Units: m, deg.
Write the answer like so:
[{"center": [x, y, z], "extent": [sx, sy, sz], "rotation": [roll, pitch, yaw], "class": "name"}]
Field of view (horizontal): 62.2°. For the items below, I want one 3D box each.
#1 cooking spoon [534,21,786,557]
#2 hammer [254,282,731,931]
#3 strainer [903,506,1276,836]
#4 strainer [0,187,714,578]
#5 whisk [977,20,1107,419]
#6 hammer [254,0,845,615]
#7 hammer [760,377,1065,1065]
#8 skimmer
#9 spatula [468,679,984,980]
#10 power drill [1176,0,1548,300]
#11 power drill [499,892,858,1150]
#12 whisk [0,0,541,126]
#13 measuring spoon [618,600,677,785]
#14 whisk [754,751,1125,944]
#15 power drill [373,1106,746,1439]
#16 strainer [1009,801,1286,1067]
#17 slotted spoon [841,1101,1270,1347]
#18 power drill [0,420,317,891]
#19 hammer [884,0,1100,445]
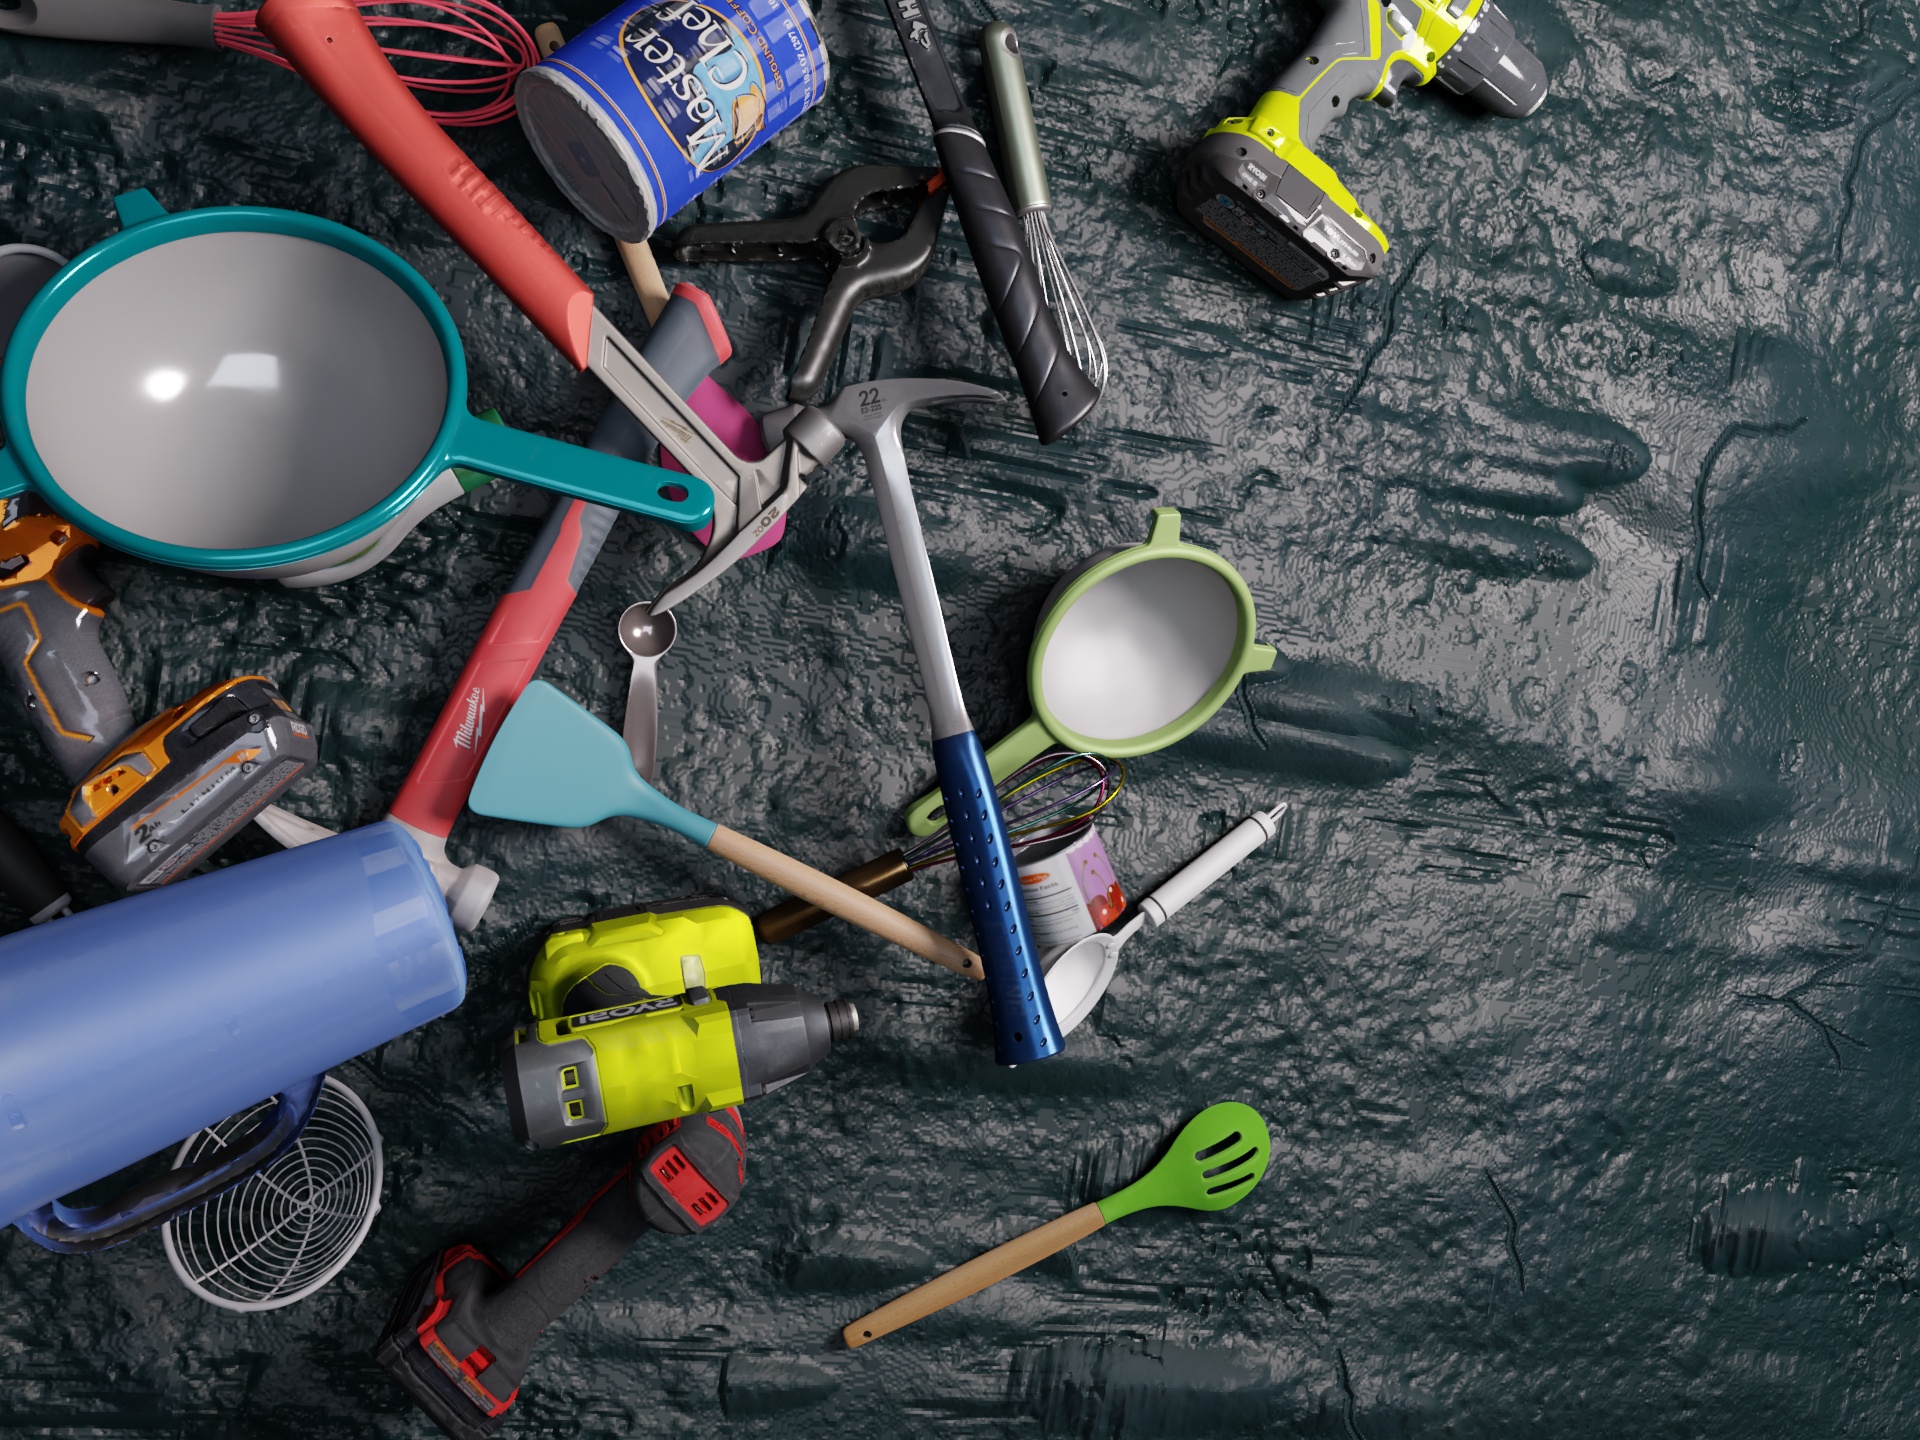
[{"center": [-0.179, -0.247, 0.928], "extent": [0.069, 0.017, 0.319], "rotation": [-24, 101, -13], "class": "cooking spoon"}, {"center": [-0.252, -0.080, 0.902], "extent": [0.143, 0.038, 0.386], "rotation": [28, 90, -14], "class": "hammer"}, {"center": [0.061, -0.023, 0.996], "extent": [0.256, 0.069, 0.151], "rotation": [-38, 129, 8], "class": "strainer"}, {"center": [-0.297, -0.134, 0.817], "extent": [0.340, 0.095, 0.211], "rotation": [14, 63, -7], "class": "strainer"}, {"center": [0.045, -0.304, 0.975], "extent": [0.058, 0.059, 0.246], "rotation": [-17, 96, -51], "class": "whisk"}, {"center": [-0.233, -0.228, 0.847], "extent": [0.149, 0.037, 0.359], "rotation": [-45, 106, -5], "class": "hammer"}, {"center": [-0.001, -0.003, 0.927], "extent": [0.144, 0.035, 0.405], "rotation": [-14, 88, 12], "class": "hammer"}, {"center": [-0.451, 0.152, 0.848], "extent": [0.127, 0.090, 0.363], "rotation": [-37, 103, -10], "class": "skimmer"}, {"center": [-0.122, 0.081, 0.925], "extent": [0.317, 0.044, 0.082], "rotation": [27, 87, -9], "class": "spatula"}, {"center": [0.259, -0.386, 1.009], "extent": [0.190, 0.080, 0.228], "rotation": [33, 83, -15], "class": "power drill"}, {"center": [-0.156, 0.157, 0.860], "extent": [0.171, 0.223, 0.080], "rotation": [-10, 97, -14], "class": "power drill"}, {"center": [-0.375, -0.367, 0.847], "extent": [0.295, 0.073, 0.073], "rotation": [4, 94, -10], "class": "whisk"}, {"center": [-0.191, -0.011, 0.949], "extent": [0.034, 0.018, 0.124], "rotation": [3, 100, -17], "class": "measuring spoon"}, {"center": [-0.013, 0.079, 0.965], "extent": [0.245, 0.051, 0.047], "rotation": [-25, 63, 2], "class": "whisk"}, {"center": [-0.215, 0.292, 0.906], "extent": [0.219, 0.143, 0.078], "rotation": [-40, 99, -2], "class": "power drill"}, {"center": [0.116, 0.128, 1.029], "extent": [0.258, 0.050, 0.086], "rotation": [-35, 143, -17], "class": "strainer"}, {"center": [0.069, 0.336, 1.040], "extent": [0.313, 0.031, 0.070], "rotation": [-22, 100, -11], "class": "slotted spoon"}, {"center": [-0.445, -0.042, 0.826], "extent": [0.164, 0.084, 0.226], "rotation": [-43, 90, -8], "class": "power drill"}, {"center": [-0.013, -0.356, 0.928], "extent": [0.149, 0.036, 0.409], "rotation": [-22, 92, -13], "class": "hammer"}]
